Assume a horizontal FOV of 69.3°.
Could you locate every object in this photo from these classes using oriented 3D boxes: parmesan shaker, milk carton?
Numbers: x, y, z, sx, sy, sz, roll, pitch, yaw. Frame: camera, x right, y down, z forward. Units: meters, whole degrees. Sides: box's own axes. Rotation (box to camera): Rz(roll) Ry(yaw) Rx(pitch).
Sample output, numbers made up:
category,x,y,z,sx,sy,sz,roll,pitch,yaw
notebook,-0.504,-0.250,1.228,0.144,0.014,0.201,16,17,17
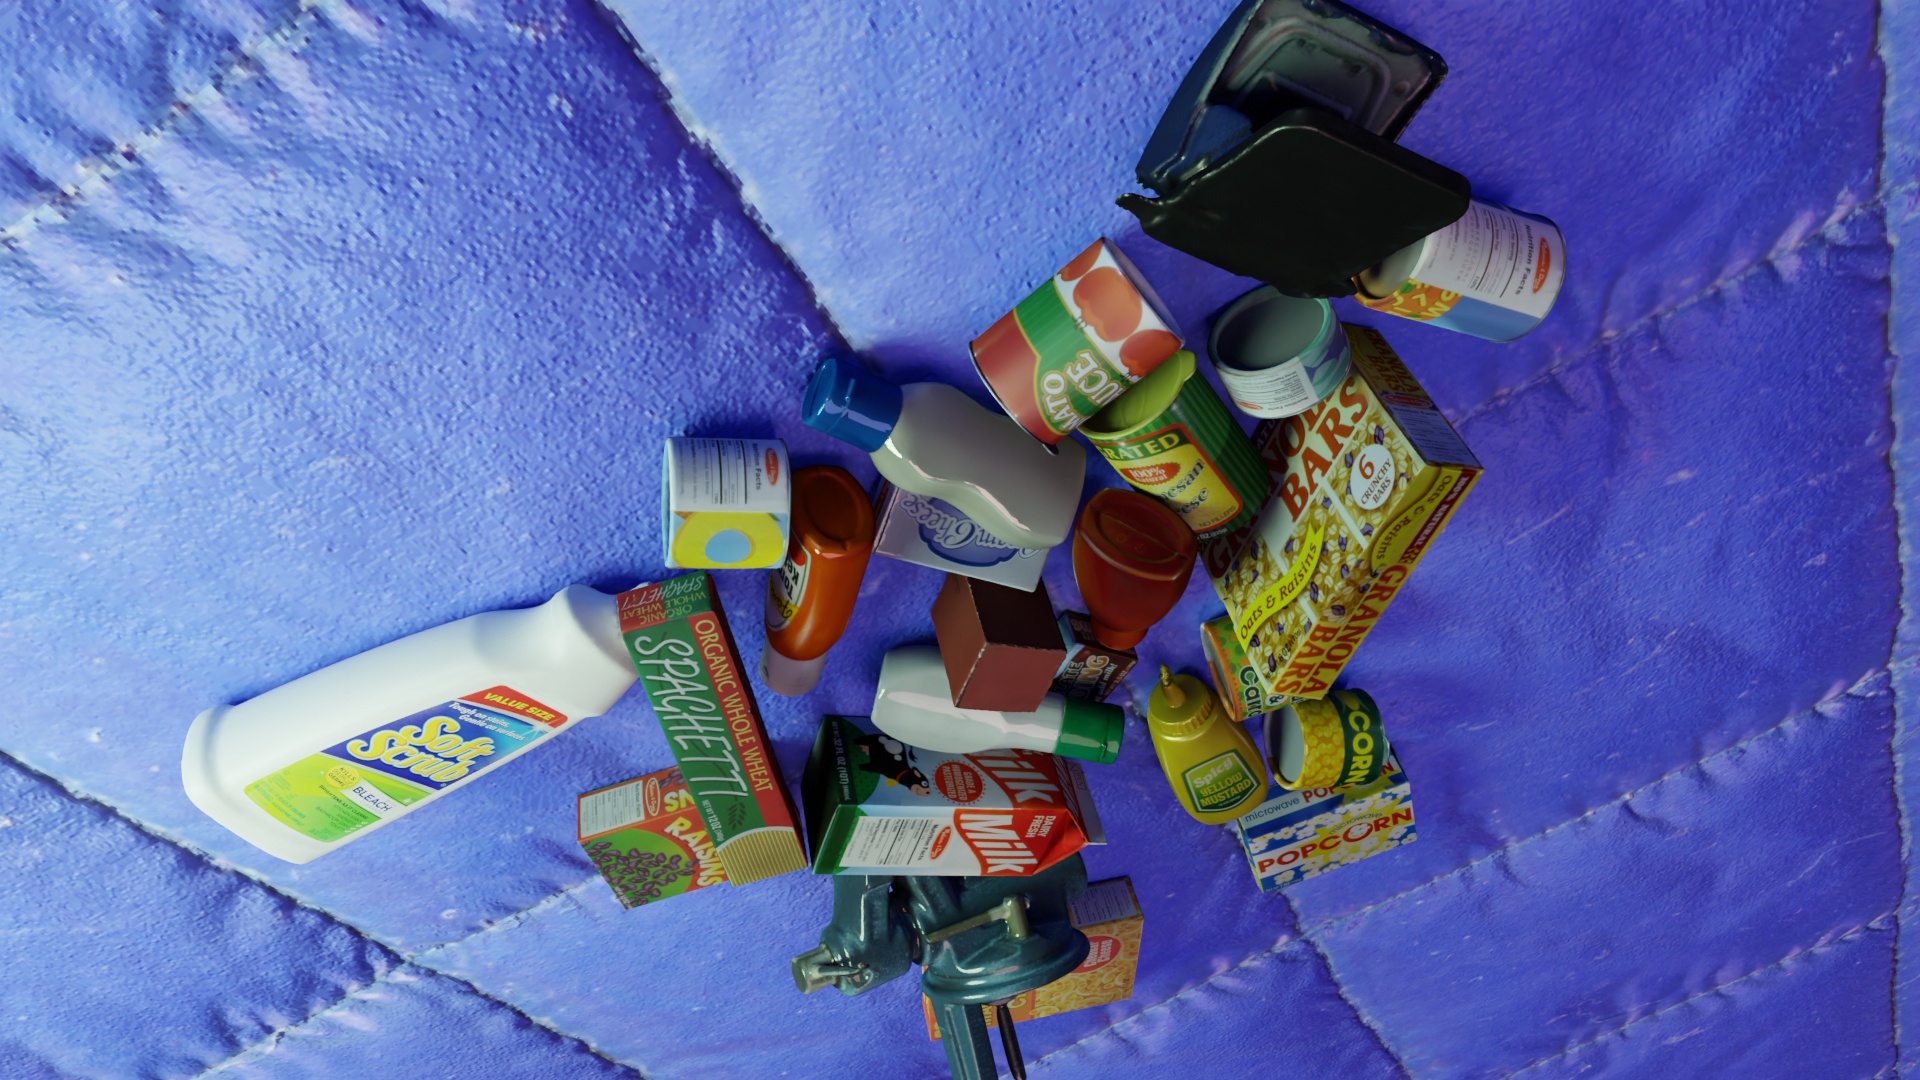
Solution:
category,x,y,z,sx,sy,sz,roll,pitch,yaw
parmesan shaker,0.114,-0.052,0.725,0.071,0.071,0.103,-34,132,15
milk carton,0.000,0.166,0.894,0.191,0.073,0.073,6,130,-20

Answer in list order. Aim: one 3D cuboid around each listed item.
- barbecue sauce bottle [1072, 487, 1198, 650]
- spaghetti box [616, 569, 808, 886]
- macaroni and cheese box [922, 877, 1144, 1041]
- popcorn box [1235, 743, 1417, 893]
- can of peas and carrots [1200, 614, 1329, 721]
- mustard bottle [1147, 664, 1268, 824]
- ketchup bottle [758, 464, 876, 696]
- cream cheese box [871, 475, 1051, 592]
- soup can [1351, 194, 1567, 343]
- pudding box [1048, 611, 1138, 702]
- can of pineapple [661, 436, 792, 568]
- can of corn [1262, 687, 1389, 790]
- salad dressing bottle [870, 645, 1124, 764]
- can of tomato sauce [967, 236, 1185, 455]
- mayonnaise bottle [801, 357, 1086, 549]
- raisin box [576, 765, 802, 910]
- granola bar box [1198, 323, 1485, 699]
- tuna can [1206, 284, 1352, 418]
category,x,y,z,sx,sy,sz,roll,pitch,yaw
barbecue sauce bottle,0.093,0.023,0.773,0.044,0.065,0.148,-57,166,-17
spaghetti box,-0.133,0.114,0.775,0.050,0.029,0.248,-14,136,-5
macaroni and cheese box,0.053,0.326,1.080,0.167,0.040,0.123,-9,133,-9
popcorn box,0.272,0.209,1.036,0.127,0.038,0.085,-21,134,3
can of peas and carrots,0.188,0.076,0.865,0.059,0.071,0.070,-18,134,1
mustard bottle,0.157,0.132,0.923,0.065,0.049,0.159,-28,134,8
ketchup bottle,-0.081,0.029,0.752,0.043,0.065,0.148,-6,142,-22
cream cheese box,0.003,-0.009,0.752,0.104,0.024,0.053,14,103,-27
soup can,0.242,-0.138,0.688,0.084,0.072,0.071,10,128,-23
pudding box,0.066,0.086,0.868,0.050,0.030,0.083,18,125,-28
can of pineapple,-0.118,-0.017,0.693,0.058,0.071,0.070,0,132,-16
can of corn,0.246,0.135,0.937,0.058,0.071,0.070,-2,132,-14
salad dressing bottle,0.023,0.102,0.831,0.148,0.044,0.064,13,118,-3
can of tomato sauce,0.057,-0.094,0.670,0.083,0.071,0.071,-37,131,18
mayonnaise bottle,-0.007,-0.047,0.702,0.148,0.065,0.041,23,161,-25
raisin box,-0.169,0.182,0.881,0.123,0.040,0.085,-16,133,-2
granola bar box,0.193,-0.016,0.744,0.039,0.125,0.164,7,129,-22
tuna can,0.161,-0.099,0.702,0.071,0.071,0.032,-29,132,11
